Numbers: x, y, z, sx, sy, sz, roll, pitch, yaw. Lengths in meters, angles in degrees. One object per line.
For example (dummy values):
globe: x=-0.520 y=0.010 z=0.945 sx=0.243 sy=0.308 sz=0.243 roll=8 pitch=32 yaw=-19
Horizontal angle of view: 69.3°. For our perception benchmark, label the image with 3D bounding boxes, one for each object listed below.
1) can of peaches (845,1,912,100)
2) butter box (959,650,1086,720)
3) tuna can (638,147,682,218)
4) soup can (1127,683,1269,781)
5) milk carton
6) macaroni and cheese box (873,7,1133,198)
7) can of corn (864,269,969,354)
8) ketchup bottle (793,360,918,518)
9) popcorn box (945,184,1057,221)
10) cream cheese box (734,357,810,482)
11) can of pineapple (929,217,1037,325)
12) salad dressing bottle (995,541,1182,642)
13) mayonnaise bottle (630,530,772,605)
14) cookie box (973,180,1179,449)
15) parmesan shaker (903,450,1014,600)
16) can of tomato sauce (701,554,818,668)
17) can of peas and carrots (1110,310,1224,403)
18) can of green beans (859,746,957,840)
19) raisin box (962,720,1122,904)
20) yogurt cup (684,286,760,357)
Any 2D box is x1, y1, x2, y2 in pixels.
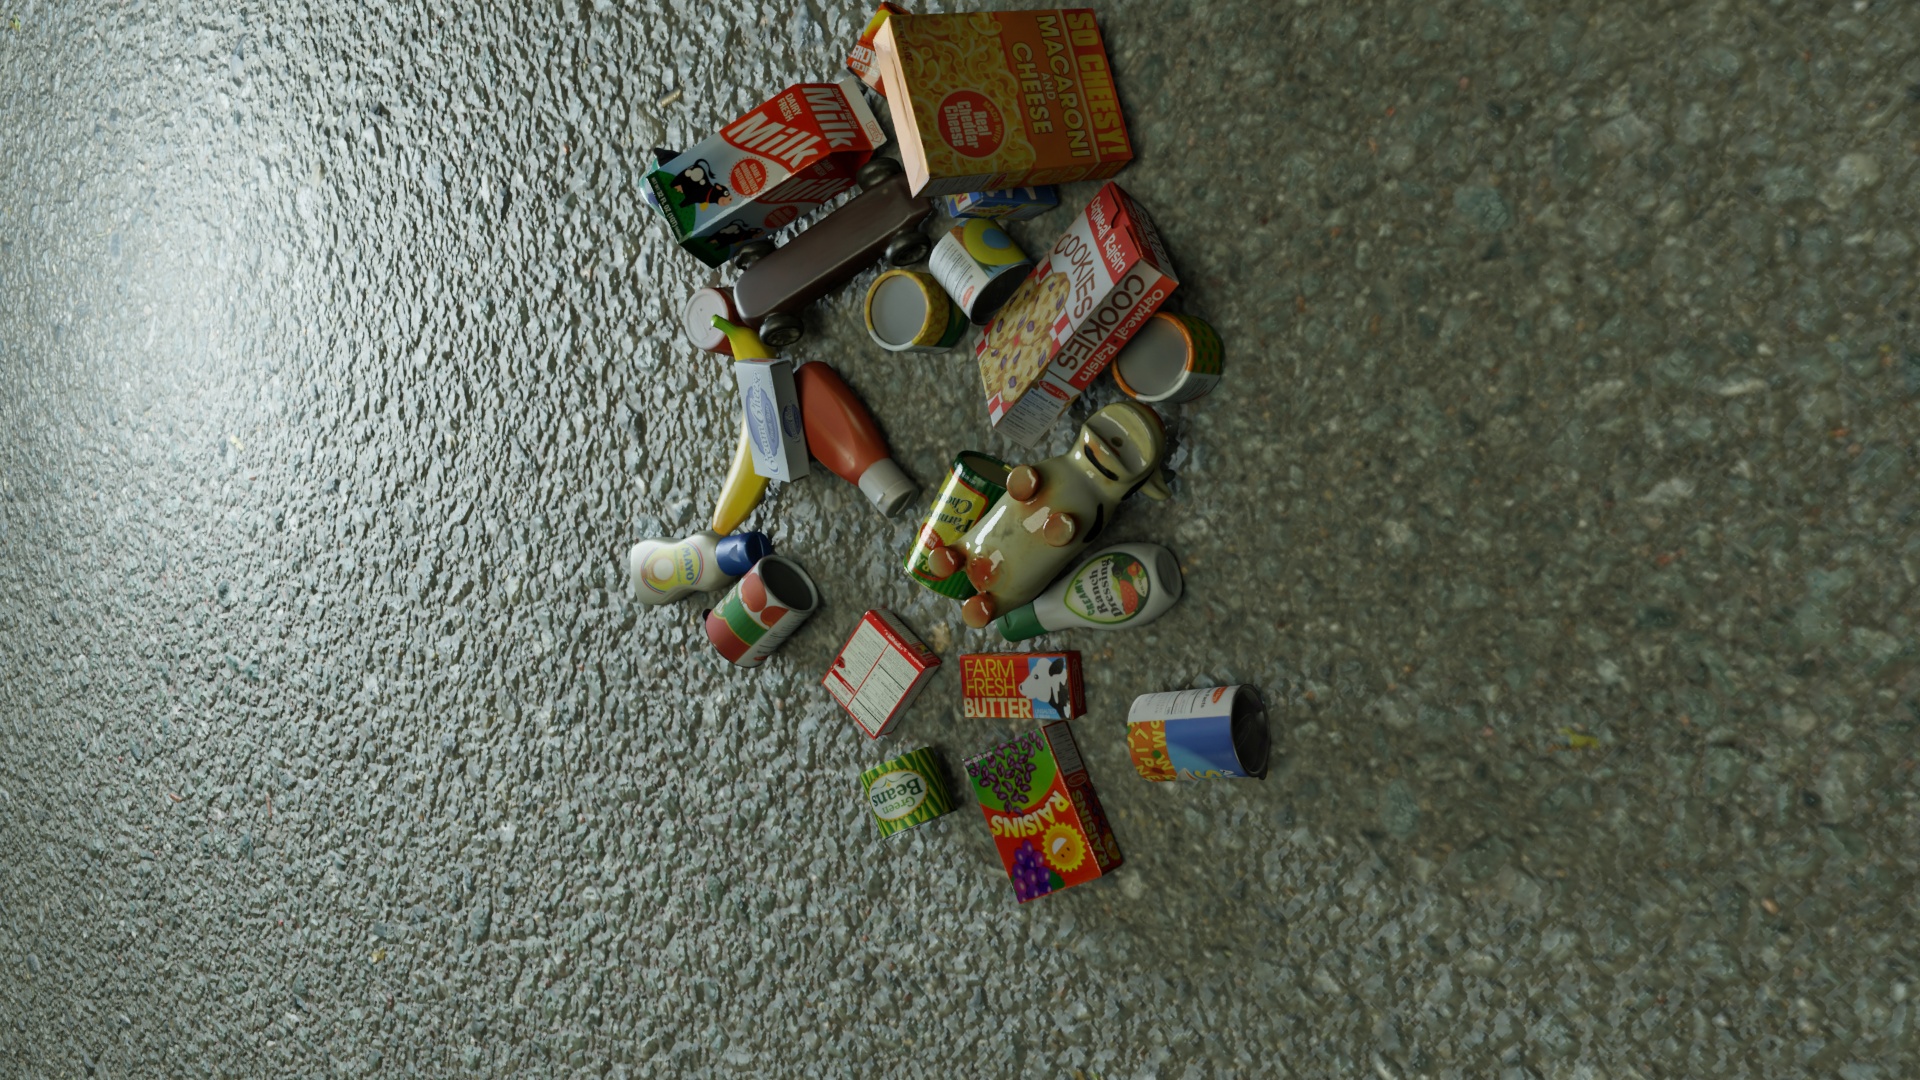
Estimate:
can of peaches: x=-0.051 y=-0.389 z=1.112 sx=0.071 sy=0.071 sz=0.058 roll=48 pitch=116 yaw=21
butter box: x=0.048 y=0.116 z=1.113 sx=0.103 sy=0.024 sz=0.053 roll=-4 pitch=92 yaw=33
tuna can: x=-0.256 y=-0.318 z=1.251 sx=0.032 sy=0.071 sz=0.071 roll=-41 pitch=72 yaw=29
soup can: x=0.174 y=0.143 z=1.010 sx=0.083 sy=0.071 sz=0.071 roll=-11 pitch=88 yaw=34
milk carton: x=-0.158 y=-0.314 z=1.167 sx=0.190 sy=0.073 sz=0.072 roll=-29 pitch=78 yaw=9
macaroni and cheese box: x=0.032 y=-0.321 z=1.013 sx=0.040 sy=0.167 sz=0.124 roll=-26 pitch=77 yaw=66
can of corn: x=-0.035 y=-0.187 z=1.124 sx=0.071 sy=0.058 sz=0.071 roll=3 pitch=96 yaw=33
ketchup bottle: x=-0.095 y=-0.082 z=1.179 sx=0.149 sy=0.044 sz=0.064 roll=49 pitch=125 yaw=20
popcorn box: x=0.018 y=-0.310 z=1.062 sx=0.038 sy=0.085 sz=0.126 roll=-21 pitch=82 yaw=45
cream cheese box: x=-0.160 y=-0.104 z=1.185 sx=0.053 sy=0.024 sz=0.103 roll=12 pitch=118 yaw=46
can of pineapple: x=0.019 y=-0.211 z=1.085 sx=0.070 sy=0.071 sz=0.058 roll=-48 pitch=69 yaw=26
salad dressing bottle: x=0.096 y=0.044 z=1.065 sx=0.147 sy=0.044 sz=0.064 roll=-19 pitch=81 yaw=33
mayonnaise bottle: x=-0.240 y=0.020 z=1.283 sx=0.148 sy=0.041 sz=0.065 roll=-11 pitch=86 yaw=34
cookie box: x=0.080 y=-0.167 z=1.023 sx=0.166 sy=0.040 sz=0.123 roll=-48 pitch=30 yaw=27
parmesan shaker: x=0.004 y=-0.014 z=1.108 sx=0.071 sy=0.071 sz=0.102 roll=37 pitch=112 yaw=25
can of tomato sauce: x=-0.177 y=0.061 z=1.230 sx=0.082 sy=0.071 sz=0.071 roll=-44 pitch=71 yaw=27
can of peas and carrots: x=0.149 y=-0.135 z=1.009 sx=0.071 sy=0.059 sz=0.071 roll=3 pitch=95 yaw=32
can of green beans: x=-0.044 y=0.210 z=1.155 sx=0.071 sy=0.071 sz=0.058 roll=-29 pitch=78 yaw=31
raisin box: x=0.064 y=0.215 z=1.101 sx=0.086 sy=0.040 sz=0.123 roll=-29 pitch=77 yaw=30
yogurt cup: x=-0.209 y=-0.196 z=1.239 sx=0.072 sy=0.054 sz=0.072 roll=3 pitch=95 yaw=34
